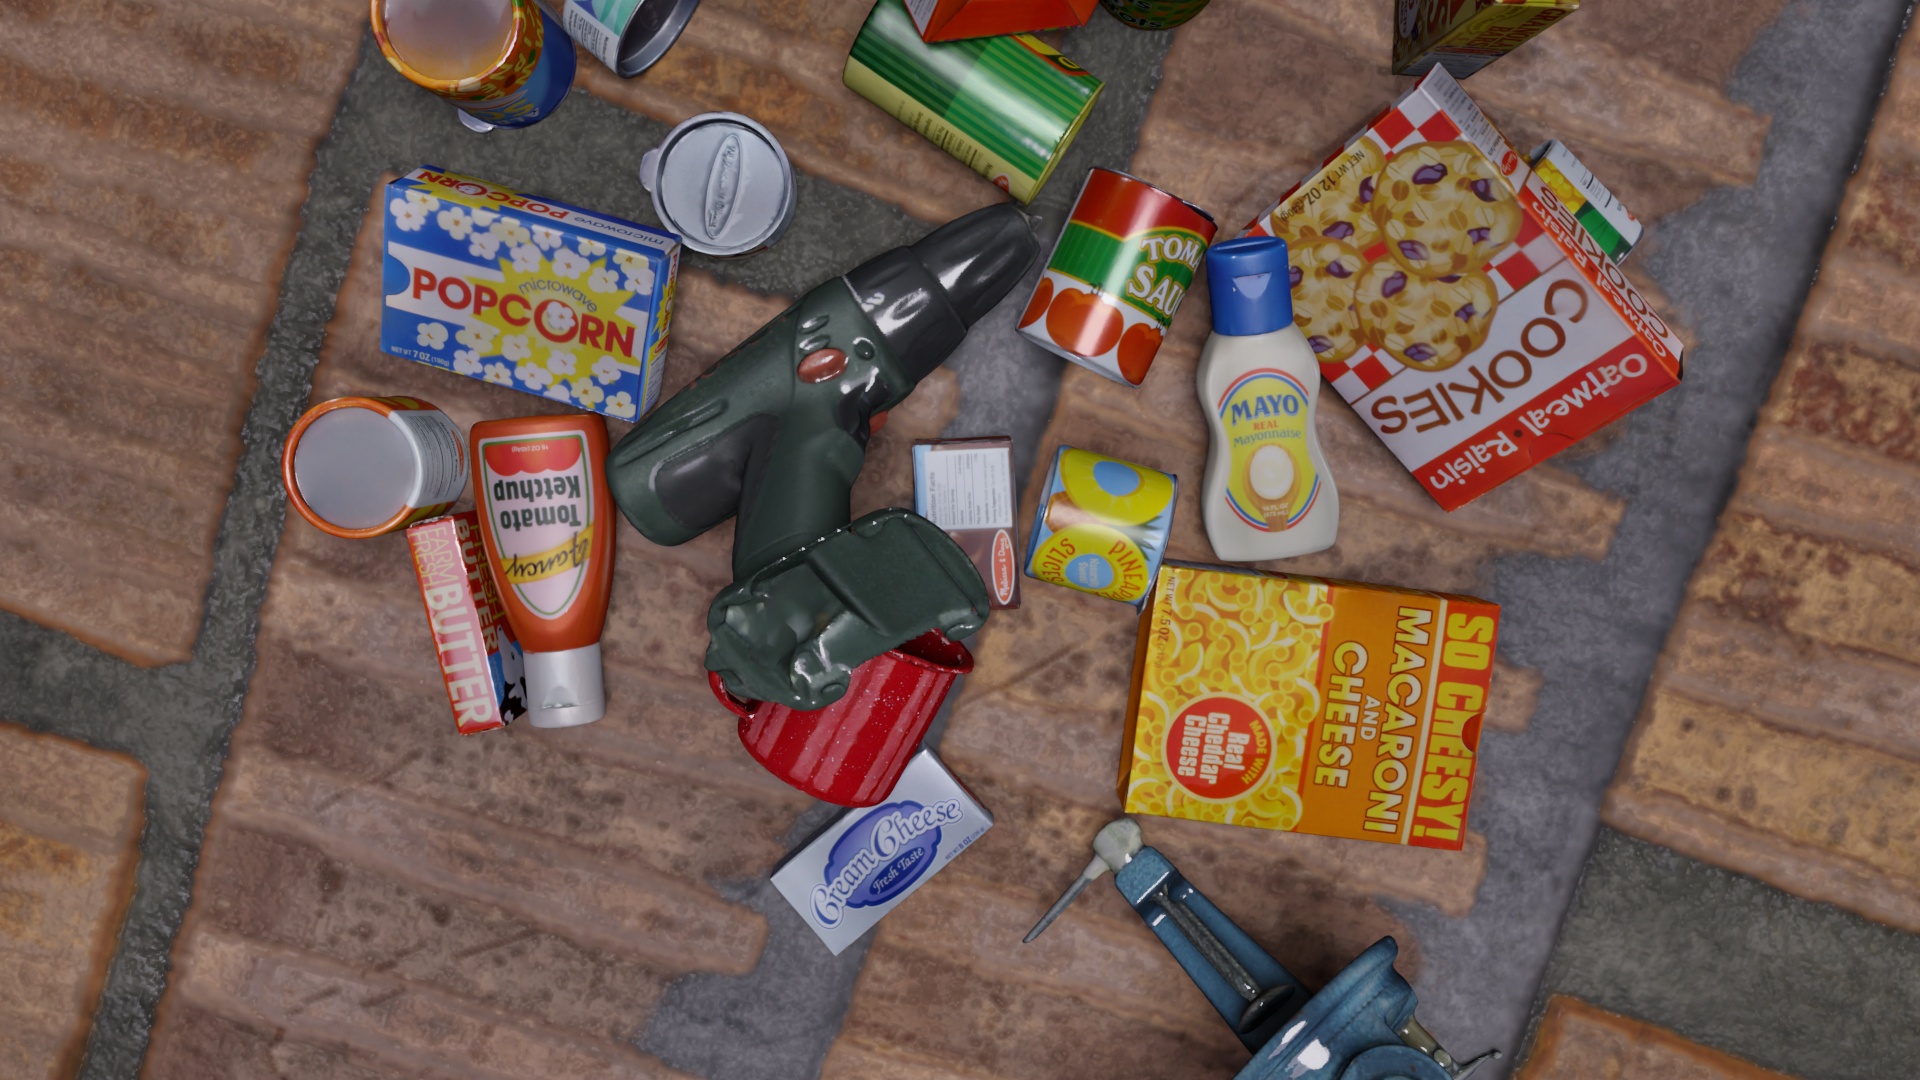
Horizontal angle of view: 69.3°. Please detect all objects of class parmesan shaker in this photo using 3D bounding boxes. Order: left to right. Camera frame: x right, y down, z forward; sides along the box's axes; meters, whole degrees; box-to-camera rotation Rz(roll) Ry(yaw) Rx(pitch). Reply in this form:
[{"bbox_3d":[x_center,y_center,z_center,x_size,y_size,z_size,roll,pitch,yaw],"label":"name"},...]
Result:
[{"bbox_3d":[0.006,-0.210,0.636,0.103,0.071,0.071,33,95,-3],"label":"parmesan shaker"}]

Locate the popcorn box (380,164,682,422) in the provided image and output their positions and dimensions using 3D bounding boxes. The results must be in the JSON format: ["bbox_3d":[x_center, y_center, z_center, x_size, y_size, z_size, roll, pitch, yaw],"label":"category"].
[{"bbox_3d":[-0.199,-0.114,0.645,0.127,0.038,0.084,15,122,-2],"label":"popcorn box"}]

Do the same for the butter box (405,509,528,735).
[{"bbox_3d":[-0.234,0.038,0.667,0.024,0.053,0.103,-13,95,-1],"label":"butter box"}]

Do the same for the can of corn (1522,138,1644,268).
[{"bbox_3d":[0.268,-0.141,0.647,0.058,0.071,0.071,45,94,-3],"label":"can of corn"}]

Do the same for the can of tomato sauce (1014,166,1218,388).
[{"bbox_3d":[0.073,-0.121,0.646,0.071,0.071,0.083,25,95,-2],"label":"can of tomato sauce"}]

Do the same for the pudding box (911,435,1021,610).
[{"bbox_3d":[0.002,-0.008,0.675,0.050,0.030,0.083,-3,95,-1],"label":"pudding box"}]

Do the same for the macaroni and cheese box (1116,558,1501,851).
[{"bbox_3d":[0.168,0.080,0.679,0.166,0.040,0.123,7,96,-1],"label":"macaroni and cheese box"}]

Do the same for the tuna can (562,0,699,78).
[{"bbox_3d":[-0.147,-0.250,0.635,0.033,0.071,0.071,38,94,-3],"label":"tuna can"}]

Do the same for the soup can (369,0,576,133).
[{"bbox_3d":[-0.219,-0.225,0.628,0.071,0.084,0.071,0,96,0],"label":"soup can"}]

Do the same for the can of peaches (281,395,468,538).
[{"bbox_3d":[-0.278,-0.035,0.658,0.071,0.058,0.071,0,95,-1],"label":"can of peaches"}]

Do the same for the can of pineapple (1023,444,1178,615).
[{"bbox_3d":[0.065,-0.006,0.656,0.058,0.071,0.071,15,95,-1],"label":"can of pineapple"}]

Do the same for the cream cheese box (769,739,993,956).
[{"bbox_3d":[-0.039,0.153,0.693,0.104,0.024,0.053,-41,93,3],"label":"cream cheese box"}]

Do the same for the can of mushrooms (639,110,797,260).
[{"bbox_3d":[-0.114,-0.168,0.659,0.071,0.033,0.071,0,96,0],"label":"can of mushrooms"}]

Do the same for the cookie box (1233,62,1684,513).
[{"bbox_3d":[0.218,-0.108,0.628,0.167,0.040,0.122,47,134,-4],"label":"cookie box"}]

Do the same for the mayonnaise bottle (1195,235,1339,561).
[{"bbox_3d":[0.139,-0.065,0.646,0.065,0.041,0.147,-8,112,7],"label":"mayonnaise bottle"}]

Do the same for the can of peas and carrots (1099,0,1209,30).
[{"bbox_3d":[0.091,-0.273,0.638,0.071,0.059,0.071,0,96,1],"label":"can of peas and carrots"}]

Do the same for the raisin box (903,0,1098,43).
[{"bbox_3d":[0.002,-0.282,0.611,0.086,0.040,0.123,-17,72,-25],"label":"raisin box"}]

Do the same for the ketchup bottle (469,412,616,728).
[{"bbox_3d":[-0.196,0.014,0.670,0.065,0.043,0.148,-5,96,-5],"label":"ketchup bottle"}]

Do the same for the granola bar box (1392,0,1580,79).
[{"bbox_3d":[0.228,-0.299,0.603,0.039,0.124,0.165,1,95,-1],"label":"granola bar box"}]
